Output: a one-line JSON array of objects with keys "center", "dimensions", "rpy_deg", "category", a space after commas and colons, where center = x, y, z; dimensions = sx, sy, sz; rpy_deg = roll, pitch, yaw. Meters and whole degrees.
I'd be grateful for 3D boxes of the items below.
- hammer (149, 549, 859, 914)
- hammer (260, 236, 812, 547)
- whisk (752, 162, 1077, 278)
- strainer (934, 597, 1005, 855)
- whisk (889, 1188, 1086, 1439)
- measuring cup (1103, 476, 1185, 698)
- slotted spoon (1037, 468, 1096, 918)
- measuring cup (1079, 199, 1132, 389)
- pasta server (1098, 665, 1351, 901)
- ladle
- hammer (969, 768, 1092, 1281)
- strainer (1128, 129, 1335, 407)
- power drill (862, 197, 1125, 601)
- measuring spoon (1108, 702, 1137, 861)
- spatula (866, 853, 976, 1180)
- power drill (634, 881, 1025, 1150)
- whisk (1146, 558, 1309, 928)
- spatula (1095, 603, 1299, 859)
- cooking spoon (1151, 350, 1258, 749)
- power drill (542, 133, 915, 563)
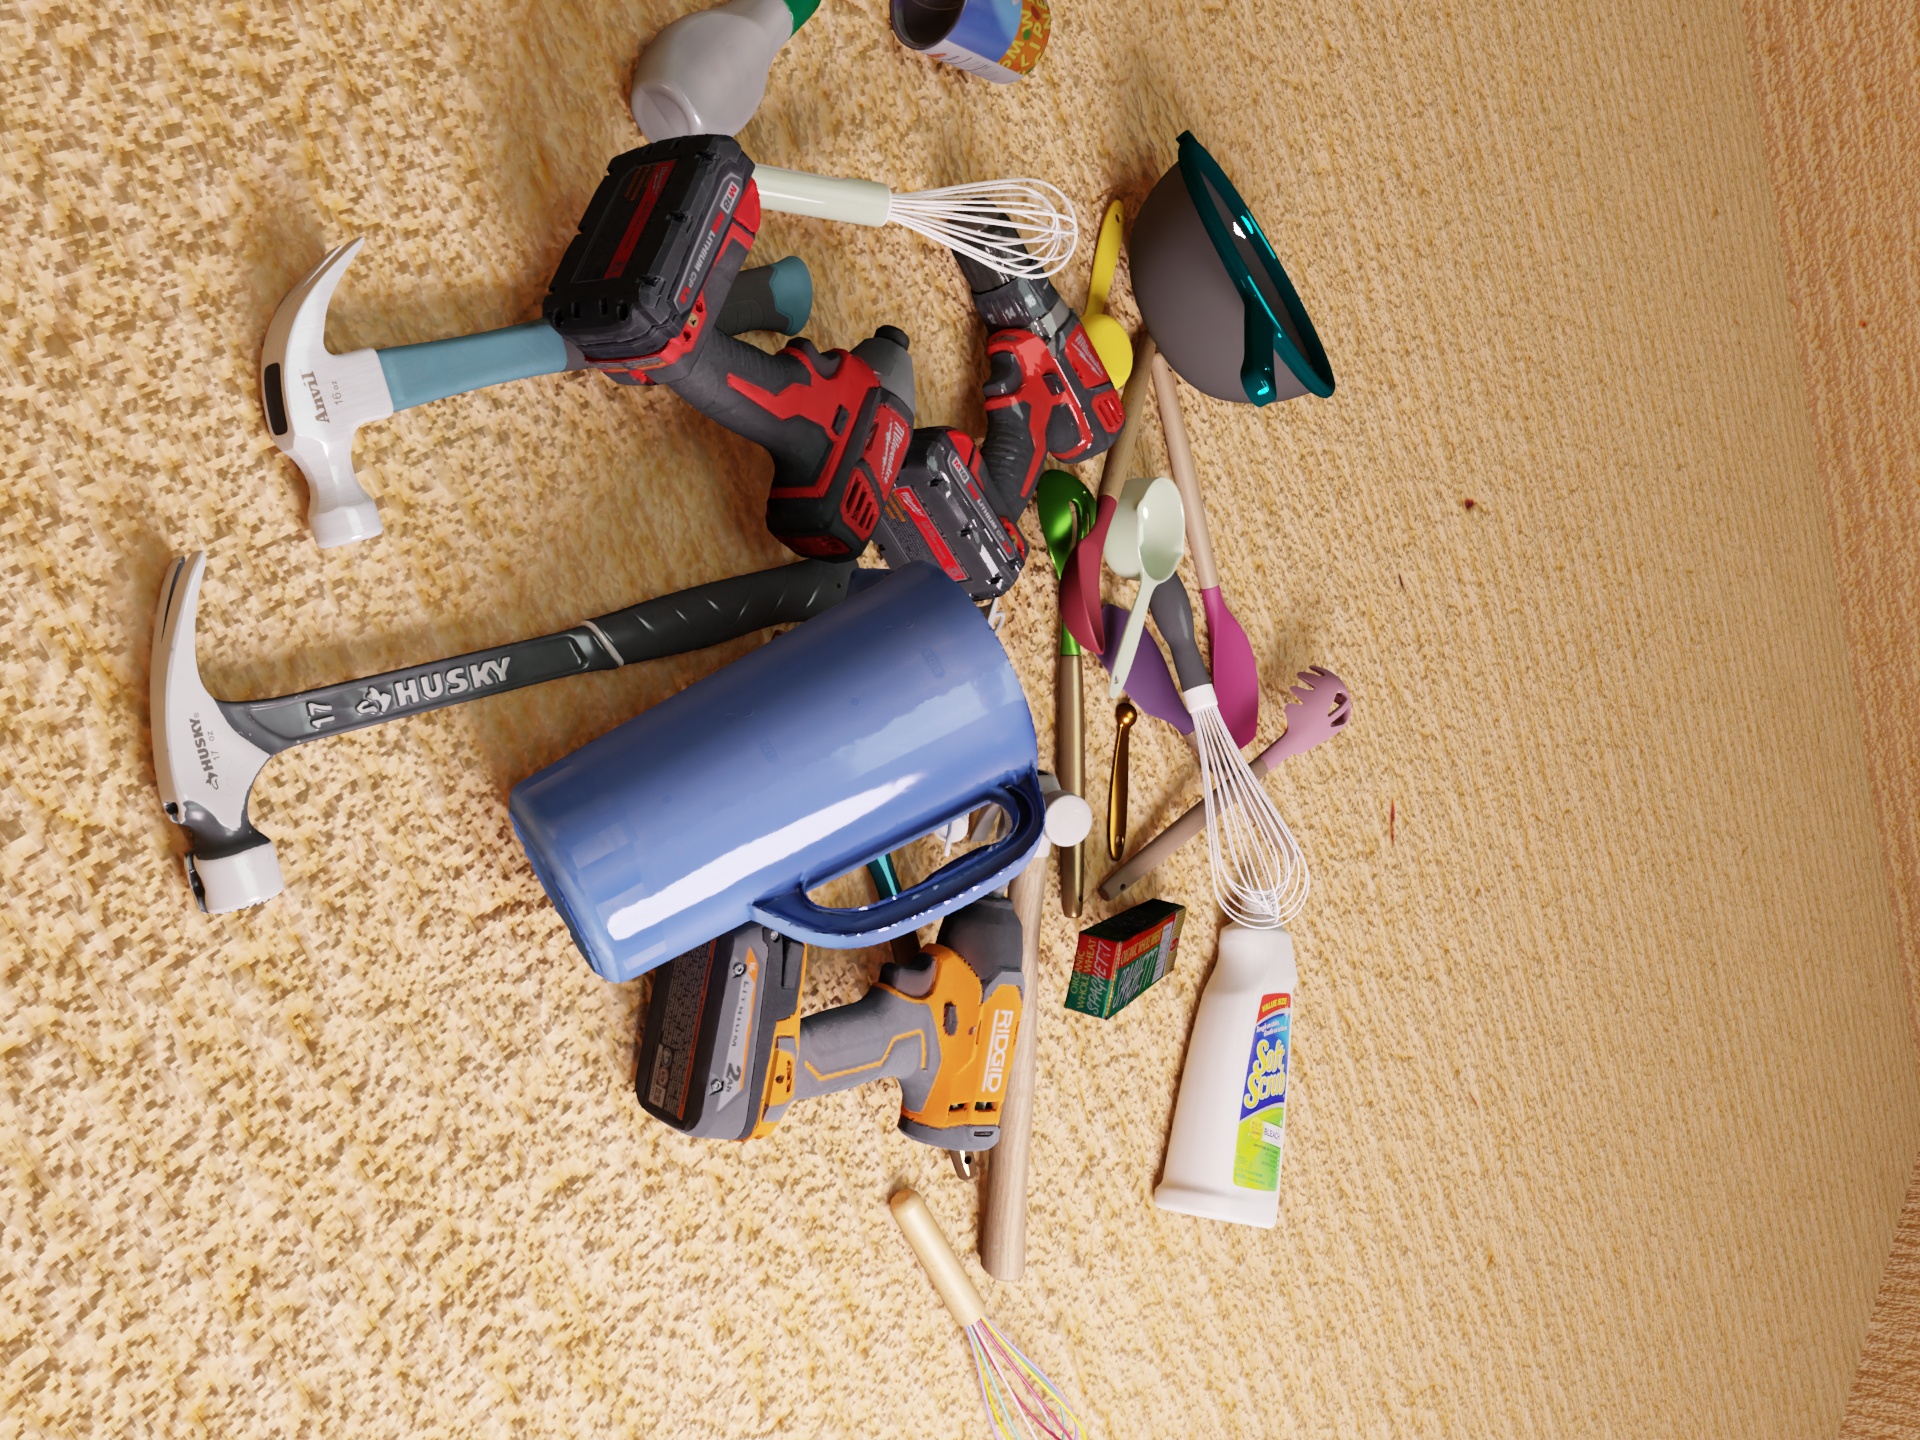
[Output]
[{"center": [-0.199, -0.039, 0.798], "dimensions": [0.409, 0.036, 0.149], "rpy_deg": [-21, 103, -47], "category": "hammer"}, {"center": [-0.196, -0.192, 0.807], "dimensions": [0.331, 0.033, 0.128], "rpy_deg": [-29, 111, -45], "category": "hammer"}, {"center": [-0.038, -0.301, 0.929], "dimensions": [0.246, 0.058, 0.059], "rpy_deg": [1, 98, -27], "category": "whisk"}, {"center": [-0.002, -0.003, 0.946], "dimensions": [0.259, 0.050, 0.086], "rpy_deg": [-85, -172, -57], "category": "strainer"}, {"center": [0.019, 0.392, 1.014], "dimensions": [0.051, 0.047, 0.244], "rpy_deg": [-44, 116, -38], "category": "whisk"}, {"center": [0.118, -0.096, 1.145], "dimensions": [0.083, 0.038, 0.168], "rpy_deg": [33, 70, -54], "category": "measuring cup"}, {"center": [0.079, -0.019, 1.108], "dimensions": [0.070, 0.031, 0.314], "rpy_deg": [0, 90, -53], "category": "slotted spoon"}, {"center": [0.110, -0.309, 1.149], "dimensions": [0.062, 0.029, 0.156], "rpy_deg": [25, 72, -44], "category": "measuring cup"}, {"center": [0.209, 0.048, 1.225], "dimensions": [0.316, 0.040, 0.060], "rpy_deg": [-35, 116, -32], "category": "pasta server"}, {"center": [0.107, -0.171, 1.105], "dimensions": [0.069, 0.031, 0.316], "rpy_deg": [66, 31, -46], "category": "ladle"}, {"center": [0.035, 0.193, 1.004], "dimensions": [0.031, 0.130, 0.331], "rpy_deg": [0, 100, -18], "category": "hammer"}, {"center": [0.175, -0.274, 1.113], "dimensions": [0.210, 0.095, 0.341], "rpy_deg": [52, 26, -22], "category": "strainer"}, {"center": [0.013, -0.203, 1.009], "dimensions": [0.187, 0.080, 0.227], "rpy_deg": [57, 48, -30], "category": "power drill"}, {"center": [0.120, 0.045, 1.160], "dimensions": [0.021, 0.011, 0.117], "rpy_deg": [13, 79, -47], "category": "measuring spoon"}, {"center": [-0.030, 0.140, 0.964], "dimensions": [0.082, 0.044, 0.317], "rpy_deg": [-21, 104, -26], "category": "spatula"}, {"center": [-0.056, 0.154, 0.885], "dimensions": [0.226, 0.084, 0.164], "rpy_deg": [13, 87, -40], "category": "power drill"}, {"center": [0.185, 0.015, 1.169], "dimensions": [0.070, 0.070, 0.285], "rpy_deg": [-7, 76, -48], "category": "whisk"}, {"center": [0.190, 0.018, 1.234], "dimensions": [0.315, 0.018, 0.060], "rpy_deg": [46, 52, -35], "category": "spatula"}, {"center": [0.189, -0.129, 1.239], "dimensions": [0.069, 0.017, 0.318], "rpy_deg": [-30, 111, -46], "category": "cooking spoon"}, {"center": [-0.101, -0.195, 0.837], "dimensions": [0.219, 0.078, 0.143], "rpy_deg": [41, 63, -48], "category": "power drill"}]
